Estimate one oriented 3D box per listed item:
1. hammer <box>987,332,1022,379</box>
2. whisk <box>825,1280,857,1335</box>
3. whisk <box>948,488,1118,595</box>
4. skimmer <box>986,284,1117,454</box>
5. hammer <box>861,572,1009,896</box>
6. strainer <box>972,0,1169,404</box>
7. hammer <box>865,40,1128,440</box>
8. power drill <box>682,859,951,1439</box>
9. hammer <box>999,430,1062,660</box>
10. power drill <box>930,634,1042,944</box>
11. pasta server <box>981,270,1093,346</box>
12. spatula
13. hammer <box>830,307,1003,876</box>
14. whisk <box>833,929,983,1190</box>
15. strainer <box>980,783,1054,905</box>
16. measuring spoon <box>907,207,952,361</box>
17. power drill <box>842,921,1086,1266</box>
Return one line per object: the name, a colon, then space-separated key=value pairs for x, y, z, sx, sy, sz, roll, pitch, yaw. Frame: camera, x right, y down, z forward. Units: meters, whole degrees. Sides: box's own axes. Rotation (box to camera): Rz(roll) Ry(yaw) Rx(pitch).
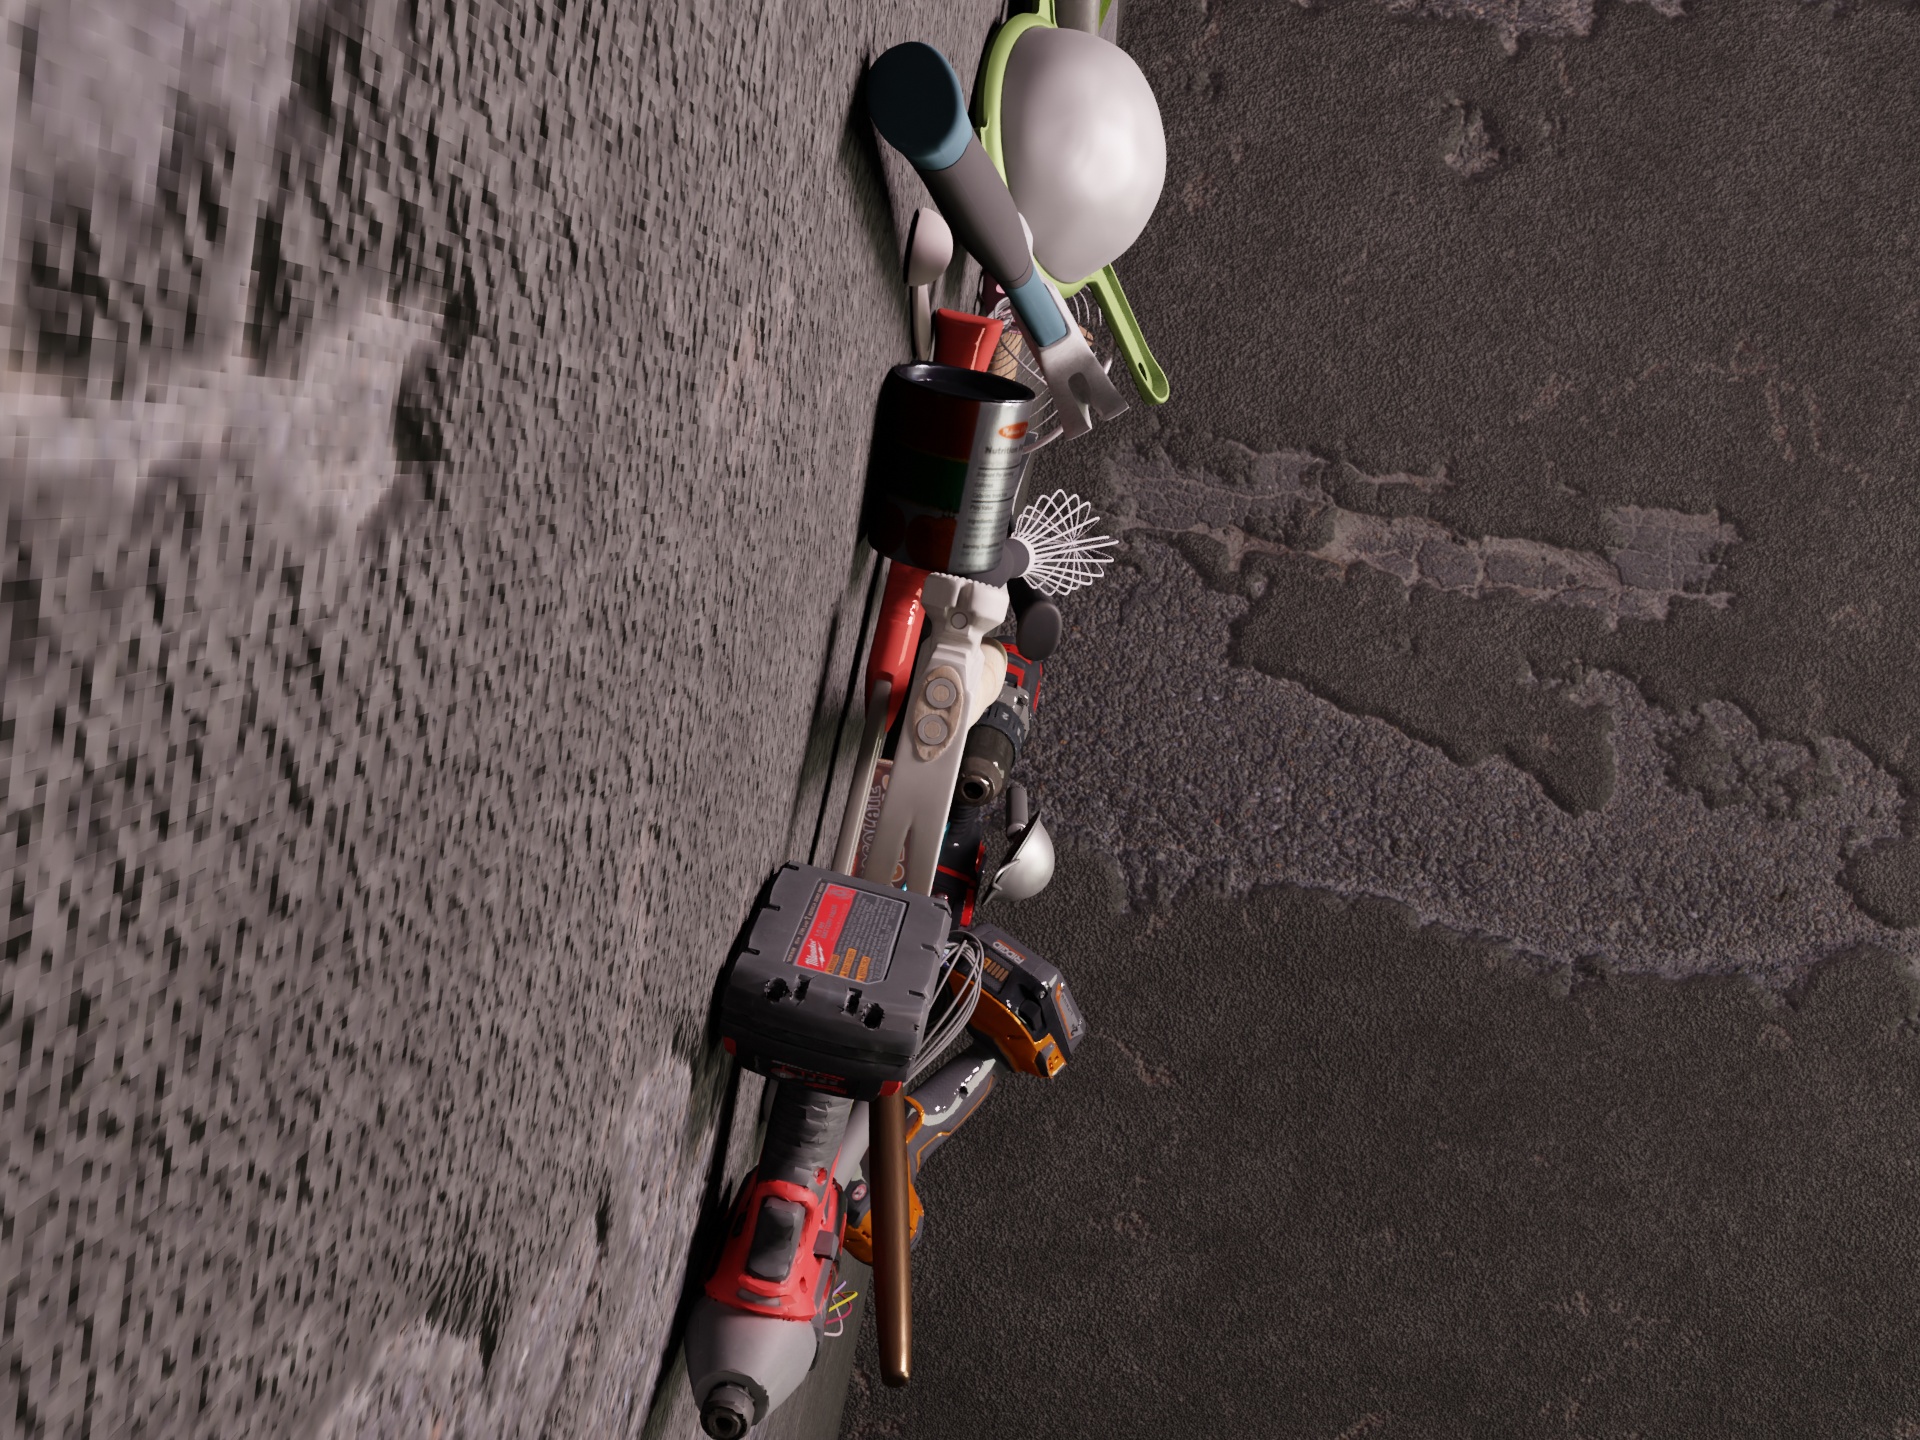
hammer: x=0.017 y=-0.201 z=1.250 sx=0.130 sy=0.031 sz=0.331 roll=-65 pitch=166 yaw=-81
whisk: x=-0.116 y=0.459 z=1.219 sx=0.245 sy=0.047 sz=0.051 roll=71 pitch=32 yaw=-78
whisk: x=0.037 y=-0.097 z=0.927 sx=0.284 sy=0.070 sz=0.070 roll=-31 pitch=133 yaw=-72
skimmer: x=0.027 y=-0.134 z=1.107 sx=0.363 sy=0.090 sz=0.127 roll=102 pitch=-23 yaw=-44
hammer: x=-0.001 y=-0.003 z=0.897 sx=0.410 sy=0.038 sz=0.146 roll=-43 pitch=147 yaw=-85
strainer: x=0.093 y=-0.279 z=0.902 sx=0.256 sy=0.069 sz=0.152 roll=55 pitch=44 yaw=-44
hammer: x=0.016 y=-0.198 z=0.663 sx=0.128 sy=0.033 sz=0.331 roll=63 pitch=10 yaw=5
power drill: x=-0.069 y=0.184 z=0.669 sx=0.143 sy=0.078 sz=0.219 roll=-72 pitch=177 yaw=-68
hammer: x=0.046 y=-0.126 z=1.222 sx=0.409 sy=0.036 sz=0.149 roll=-96 pitch=-165 yaw=-72
power drill: x=-0.001 y=0.066 z=1.190 sx=0.188 sy=0.080 sz=0.226 roll=-74 pitch=-177 yaw=-59
pasta server: x=0.069 y=-0.307 z=1.210 sx=0.316 sy=0.040 sz=0.060 roll=-22 pitch=109 yaw=-72
spatula: x=-0.026 y=0.179 z=0.788 sx=0.318 sy=0.044 sz=0.082 roll=-95 pitch=-162 yaw=-52
hammer: x=-0.033 y=-0.043 z=0.834 sx=0.149 sy=0.036 sz=0.359 roll=88 pitch=14 yaw=-79
whisk: x=-0.055 y=0.232 z=0.985 sx=0.239 sy=0.055 sz=0.055 roll=-57 pitch=169 yaw=-21
strainer: x=0.048 y=0.093 z=1.286 sx=0.087 sy=0.050 sz=0.258 roll=-58 pitch=-173 yaw=14
measuring spoon: x=-0.012 y=-0.200 z=0.753 sx=0.124 sy=0.018 sz=0.034 roll=90 pitch=12 yaw=-77
power drill: x=-0.021 y=0.252 z=1.079 sx=0.226 sy=0.084 sz=0.164 roll=-48 pitch=146 yaw=-17
